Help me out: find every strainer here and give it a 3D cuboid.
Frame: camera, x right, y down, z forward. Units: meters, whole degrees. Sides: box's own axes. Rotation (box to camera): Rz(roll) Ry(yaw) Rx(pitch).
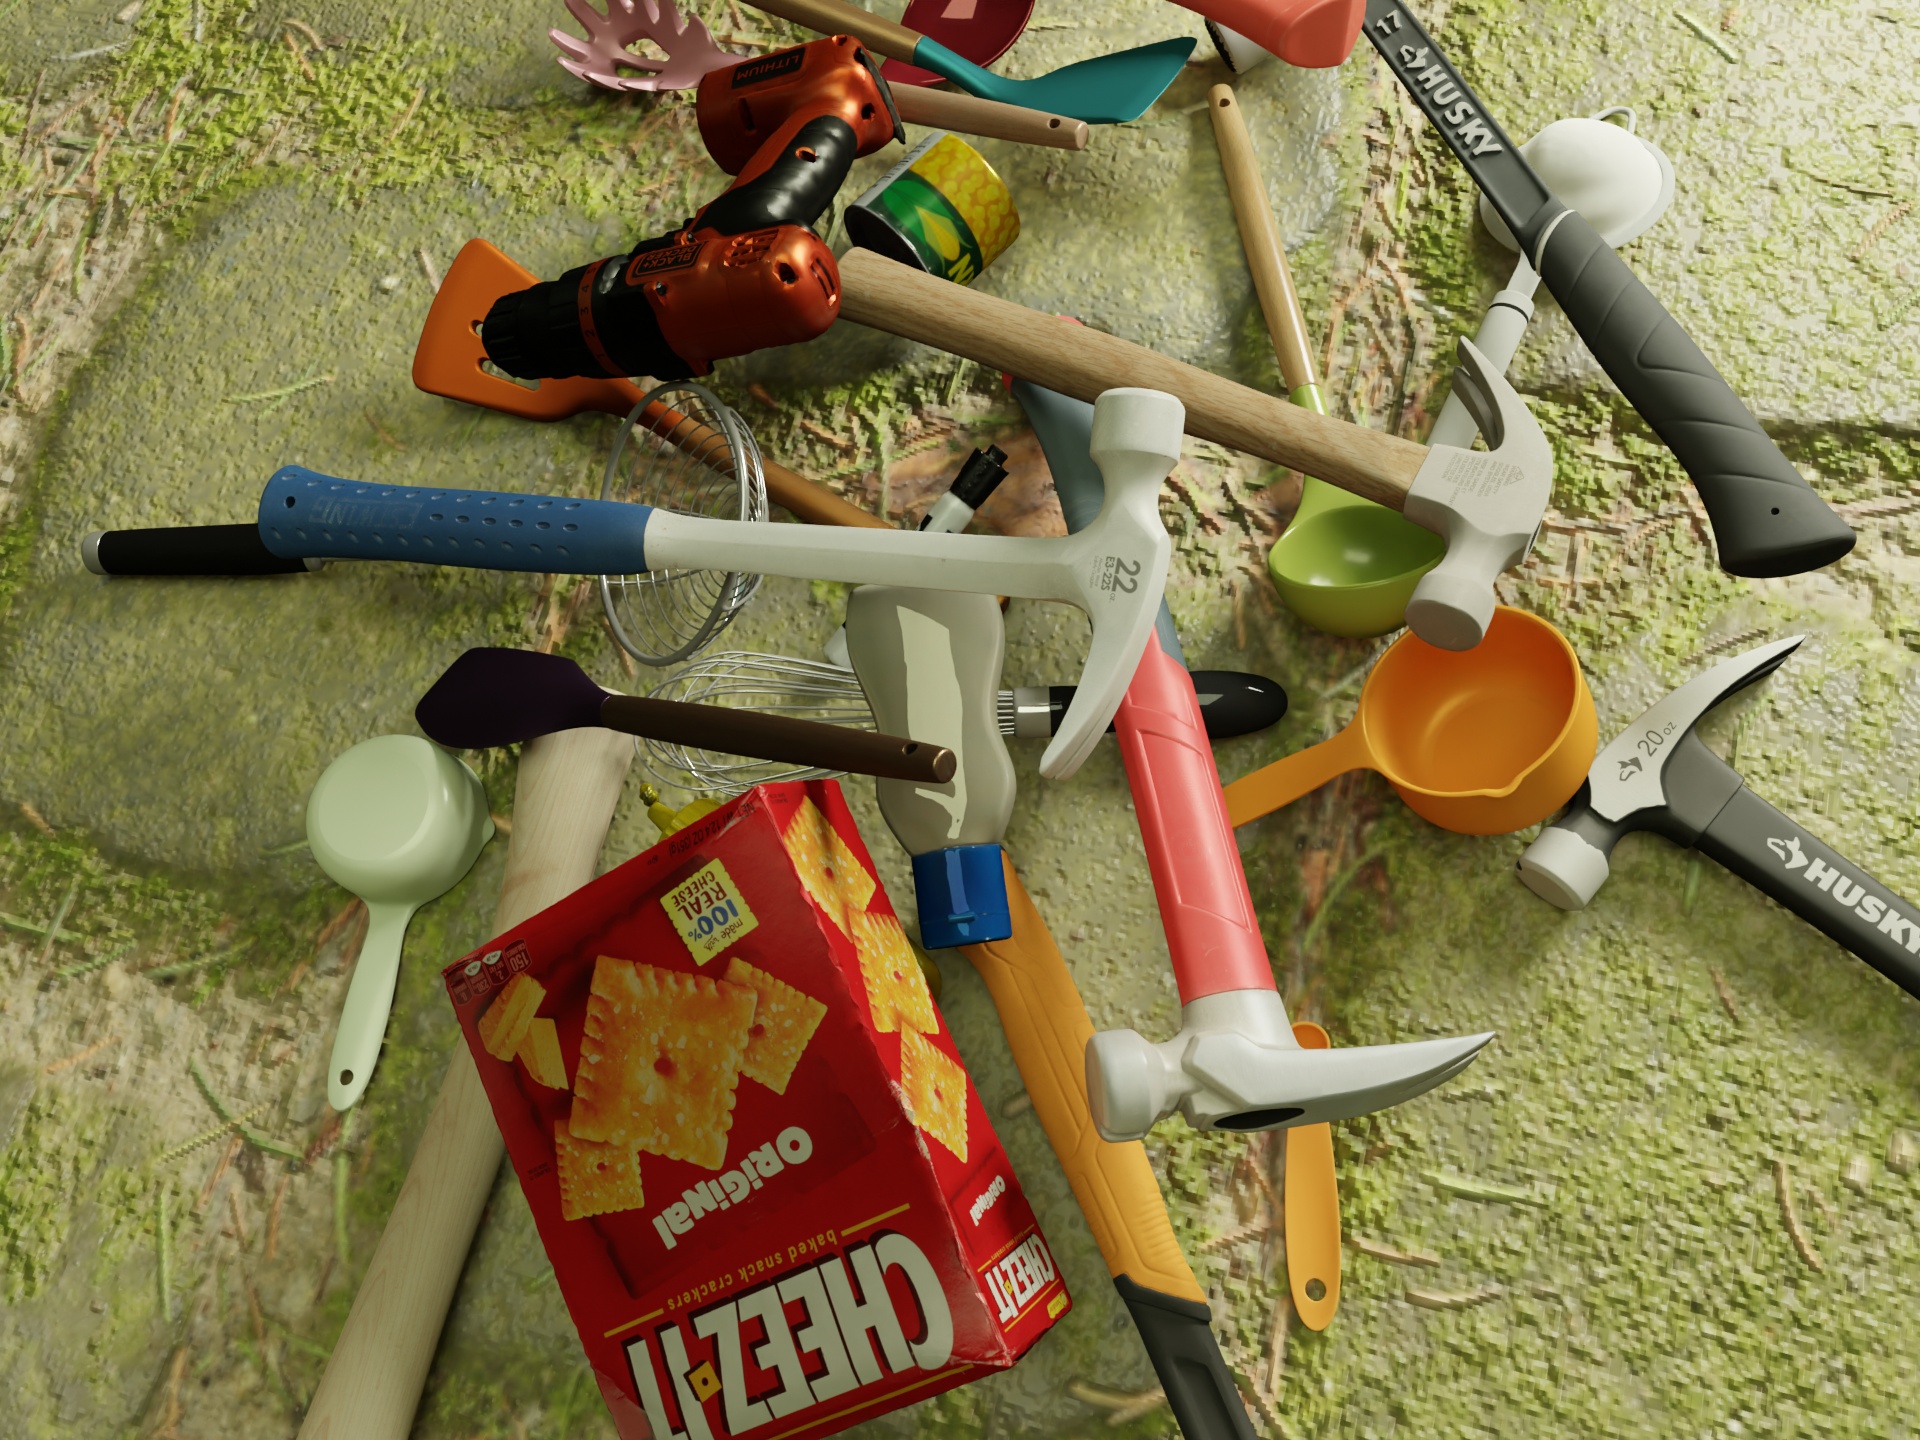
[{"bbox_3d":[0.258,-0.197,0.733,0.087,0.050,0.258,20,76,31],"label":"strainer"}]

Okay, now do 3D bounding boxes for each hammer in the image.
[{"bbox_3d":[0.258,-0.226,0.702,0.149,0.036,0.409,-31,61,13],"label":"hammer"},{"bbox_3d":[0.088,-0.143,0.684,0.331,0.031,0.130,24,66,19],"label":"hammer"},{"bbox_3d":[0.075,0.195,0.612,0.127,0.034,0.337,-26,68,3],"label":"hammer"},{"bbox_3d":[0.090,-0.023,0.654,0.143,0.038,0.387,-5,57,-7],"label":"hammer"},{"bbox_3d":[-0.116,-0.067,0.645,0.405,0.035,0.144,6,86,21],"label":"hammer"},{"bbox_3d":[0.394,0.104,0.603,0.335,0.035,0.146,39,80,19],"label":"hammer"},{"bbox_3d":[0.043,-0.409,0.807,0.359,0.036,0.149,30,60,23],"label":"hammer"},{"bbox_3d":[-0.198,0.180,0.657,0.146,0.038,0.411,11,71,10],"label":"hammer"}]

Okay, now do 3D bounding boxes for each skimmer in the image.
[{"bbox_3d":[-0.258,-0.087,0.733,0.363,0.090,0.127,0,87,10],"label":"skimmer"}]

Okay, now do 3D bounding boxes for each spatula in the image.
[{"bbox_3d":[-0.118,-0.128,0.758,0.323,0.041,0.081,29,100,15],"label":"spatula"},{"bbox_3d":[-0.127,0.001,0.649,0.316,0.018,0.060,7,52,39],"label":"spatula"},{"bbox_3d":[-0.042,-0.355,0.797,0.317,0.044,0.082,25,57,12],"label":"spatula"}]

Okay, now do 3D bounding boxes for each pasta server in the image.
[{"bbox_3d":[-0.078,-0.323,0.800,0.316,0.040,0.060,21,85,26],"label":"pasta server"}]

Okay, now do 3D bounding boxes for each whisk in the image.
[{"bbox_3d":[-0.001,-0.001,0.690,0.284,0.070,0.070,-2,69,3],"label":"whisk"}]

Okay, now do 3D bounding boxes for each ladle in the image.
[{"bbox_3d":[-0.082,-0.290,0.822,0.315,0.031,0.069,-42,67,-7],"label":"ladle"},{"bbox_3d":[0.153,-0.180,0.733,0.078,0.062,0.320,-11,66,5],"label":"ladle"}]

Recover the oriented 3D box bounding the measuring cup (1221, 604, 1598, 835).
[{"bbox_3d":[0.177,0.021,0.660,0.173,0.052,0.095,-27,49,21],"label":"measuring cup"}]

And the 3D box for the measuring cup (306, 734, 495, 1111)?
[{"bbox_3d":[-0.260,0.085,0.699,0.083,0.038,0.168,2,68,9],"label":"measuring cup"}]

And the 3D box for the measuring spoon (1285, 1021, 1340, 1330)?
[{"bbox_3d":[0.138,0.178,0.626,0.021,0.011,0.117,-4,72,16],"label":"measuring spoon"}]
